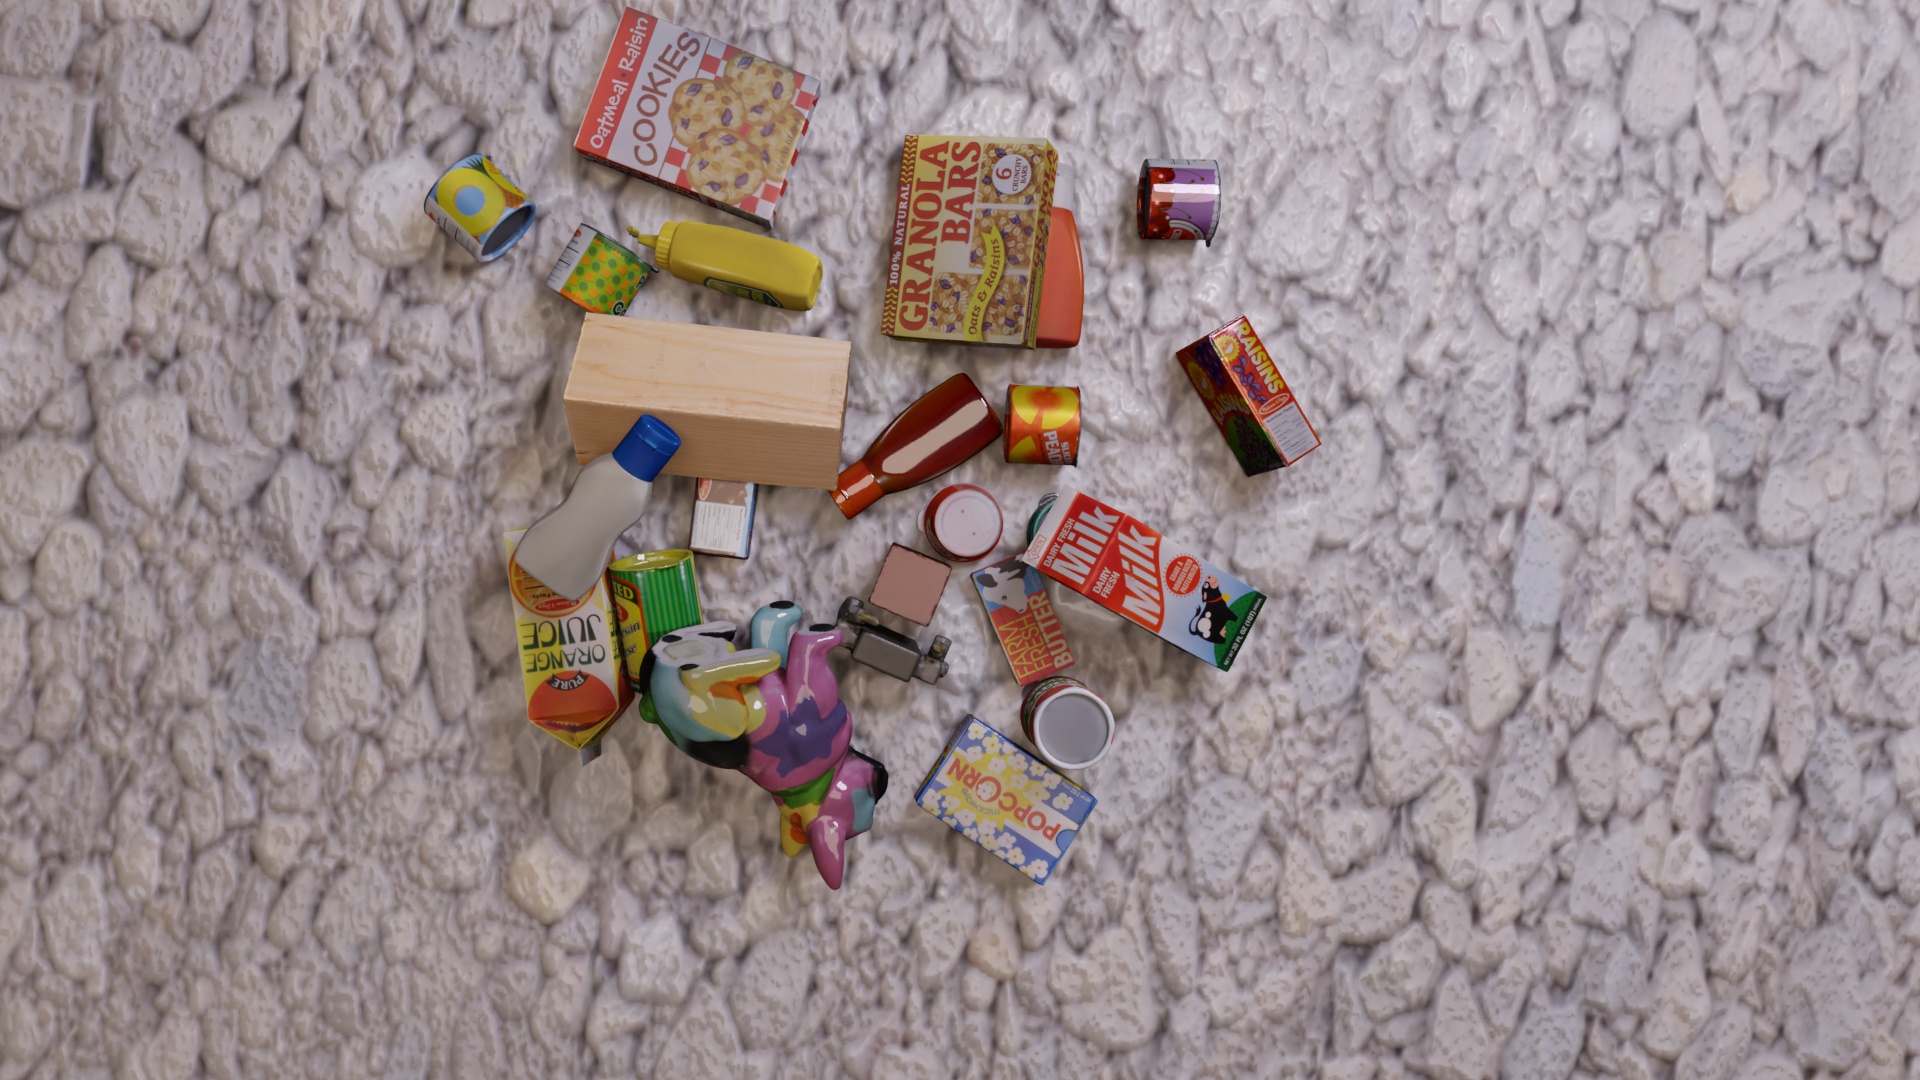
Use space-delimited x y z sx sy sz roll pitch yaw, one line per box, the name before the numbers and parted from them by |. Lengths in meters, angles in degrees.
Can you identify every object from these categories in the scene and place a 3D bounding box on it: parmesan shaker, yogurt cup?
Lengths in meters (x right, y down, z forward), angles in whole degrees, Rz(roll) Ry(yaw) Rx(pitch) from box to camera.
parmesan shaker | -0.237 0.065 1.104 0.071 0.071 0.103 -8 101 -4
yogurt cup | 0.004 -0.014 1.139 0.072 0.054 0.072 0 90 -5

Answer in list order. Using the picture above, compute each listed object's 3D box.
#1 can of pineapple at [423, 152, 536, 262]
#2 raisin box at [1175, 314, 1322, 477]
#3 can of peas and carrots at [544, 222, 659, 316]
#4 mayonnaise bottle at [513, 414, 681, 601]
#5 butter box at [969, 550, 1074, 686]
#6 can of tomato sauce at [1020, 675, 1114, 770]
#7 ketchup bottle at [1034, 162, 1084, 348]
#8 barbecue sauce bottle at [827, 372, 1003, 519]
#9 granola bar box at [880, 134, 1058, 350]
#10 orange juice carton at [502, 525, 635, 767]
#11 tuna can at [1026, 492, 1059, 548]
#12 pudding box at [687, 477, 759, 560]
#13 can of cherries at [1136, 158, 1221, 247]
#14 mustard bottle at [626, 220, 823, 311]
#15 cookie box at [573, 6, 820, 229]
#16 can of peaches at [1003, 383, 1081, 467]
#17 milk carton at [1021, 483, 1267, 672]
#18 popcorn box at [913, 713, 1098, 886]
can of pineapple | -0.381 -0.266 1.108 0.058 0.071 0.071 43 87 -3
raisin box | 0.234 -0.116 1.138 0.040 0.086 0.123 -31 92 -9
can of peas and carrots | -0.288 -0.211 1.114 0.071 0.071 0.058 31 89 -3
mayonnaise bottle | -0.267 -0.027 1.038 0.064 0.041 0.148 38 100 -12
butter box | 0.052 0.065 1.156 0.053 0.024 0.103 -23 91 -3
can of tomato sauce | 0.085 0.146 1.128 0.071 0.083 0.071 0 90 -4
ketchup bottle | 0.072 -0.235 1.149 0.065 0.043 0.148 4 89 2
barbecue sauce bottle | -0.041 -0.073 1.141 0.148 0.043 0.065 -34 87 -3
granola bar box | 0.007 -0.241 1.127 0.124 0.039 0.165 7 89 19
orange juice carton | -0.308 0.082 1.108 0.073 0.072 0.192 -8 90 -4
tuna can | 0.088 -0.006 1.155 0.071 0.033 0.071 0 90 -4
pudding box | -0.193 -0.028 1.137 0.050 0.030 0.083 7 89 -3
can of cherries | 0.179 -0.278 1.146 0.058 0.071 0.071 0 90 -4
mustard bottle | -0.193 -0.227 1.124 0.160 0.065 0.049 15 84 2
cookie box | -0.213 -0.343 1.133 0.167 0.040 0.123 20 88 -5
can of peaches | 0.066 -0.093 1.136 0.058 0.071 0.071 3 90 -3
milk carton | 0.142 0.028 1.111 0.190 0.073 0.072 29 88 -22
popcorn box | 0.037 0.213 1.148 0.127 0.038 0.085 34 87 -3
